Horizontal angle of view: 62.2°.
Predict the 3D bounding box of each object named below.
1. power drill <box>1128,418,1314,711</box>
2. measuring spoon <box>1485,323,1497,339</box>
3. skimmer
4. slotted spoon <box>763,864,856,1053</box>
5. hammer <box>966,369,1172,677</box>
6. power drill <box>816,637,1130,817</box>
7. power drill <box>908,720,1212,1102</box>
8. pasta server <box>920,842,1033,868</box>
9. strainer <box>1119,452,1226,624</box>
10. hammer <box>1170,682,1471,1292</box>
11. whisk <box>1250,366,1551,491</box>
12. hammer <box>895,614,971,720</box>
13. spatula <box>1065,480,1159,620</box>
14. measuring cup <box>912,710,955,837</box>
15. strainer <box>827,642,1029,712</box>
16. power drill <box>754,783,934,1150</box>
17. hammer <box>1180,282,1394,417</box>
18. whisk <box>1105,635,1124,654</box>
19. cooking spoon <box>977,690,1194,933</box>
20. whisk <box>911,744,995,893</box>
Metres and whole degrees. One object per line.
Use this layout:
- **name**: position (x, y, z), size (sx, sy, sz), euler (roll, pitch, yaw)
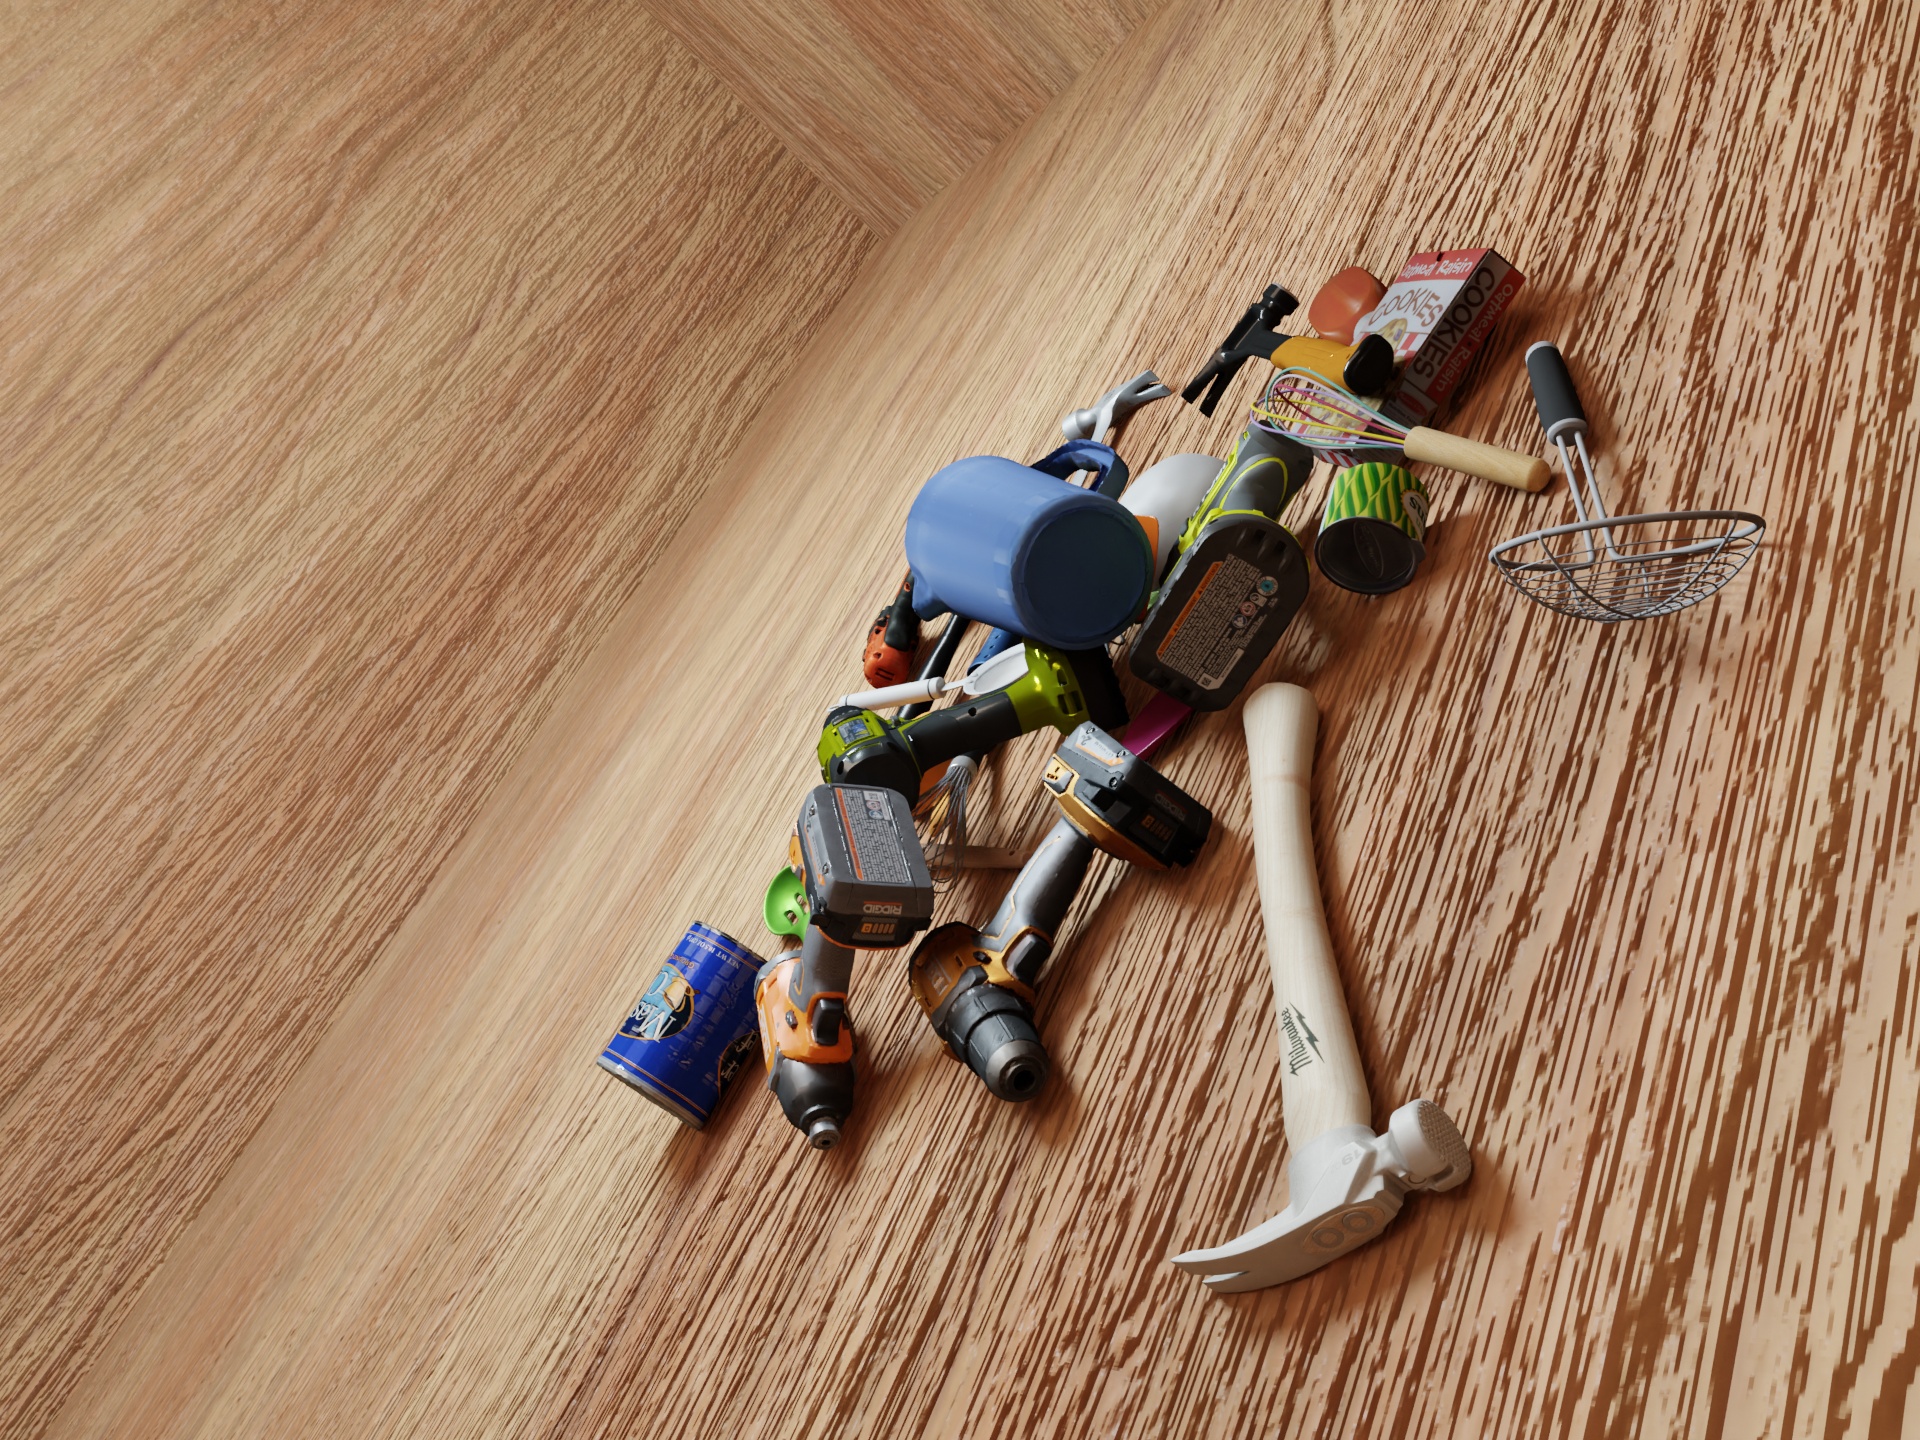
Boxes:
- **power drill**: position (0.182, -0.103, 1.115), size (0.171, 0.080, 0.223), euler (-59, 3, 28)
- **measuring spoon**: position (0.356, -0.251, 1.159), size (0.128, 0.021, 0.042), euler (-60, 15, -2)
- **skimmer**: position (0.353, -0.162, 0.901), size (0.127, 0.090, 0.364), euler (-5, 34, 15)
- **slotted spoon**: position (-0.121, 0.199, 1.326), size (0.070, 0.031, 0.314), euler (-48, 23, 4)
- **hammer**: position (0.097, -0.191, 1.543), size (0.144, 0.035, 0.406), euler (-25, 31, 48)
- **power drill**: position (-0.002, -0.004, 1.223), size (0.228, 0.080, 0.191), euler (-22, 17, -5)
- **power drill**: position (0.061, 0.125, 1.014), size (0.226, 0.084, 0.185), euler (-53, 20, 3)
- **pasta server**: position (-0.032, 0.113, 1.299), size (0.316, 0.040, 0.060), euler (-5, 48, 57)
- **strainer**: position (0.207, -0.201, 1.288), size (0.256, 0.069, 0.152), euler (-41, 22, 25)
- **hammer**: position (0.174, 0.113, 0.865), size (0.146, 0.038, 0.411), euler (-40, 22, 28)
- **whisk**: position (0.289, -0.193, 1.063), size (0.245, 0.047, 0.051), euler (31, 99, 48)
- **hammer**: position (-0.016, -0.061, 1.483), size (0.335, 0.035, 0.146), euler (-63, 9, -14)
- **spatula**: position (0.112, -0.166, 1.333), size (0.323, 0.041, 0.081), euler (-103, 18, -70)
- **measuring cup**: position (-0.033, 0.048, 1.343), size (0.095, 0.052, 0.174), euler (-44, 13, 14)
- **strainer**: position (-0.012, -0.029, 1.399), size (0.258, 0.050, 0.087), euler (-10, 26, 31)
- **power drill**: position (-0.086, 0.176, 1.102), size (0.164, 0.084, 0.226), euler (-110, 32, -51)
- **hammer**: position (0.261, -0.282, 1.253), size (0.127, 0.034, 0.337), euler (-51, 15, 10)
- **whisk**: position (0.110, -0.111, 1.374), size (0.055, 0.055, 0.239), euler (-43, 17, 17)
- **cooking spoon**: position (0.086, 0.072, 1.136), size (0.319, 0.017, 0.069), euler (-50, 16, -3)
- **whisk**: position (-0.007, 0.056, 1.260), size (0.070, 0.070, 0.285), euler (-39, 10, 26)
